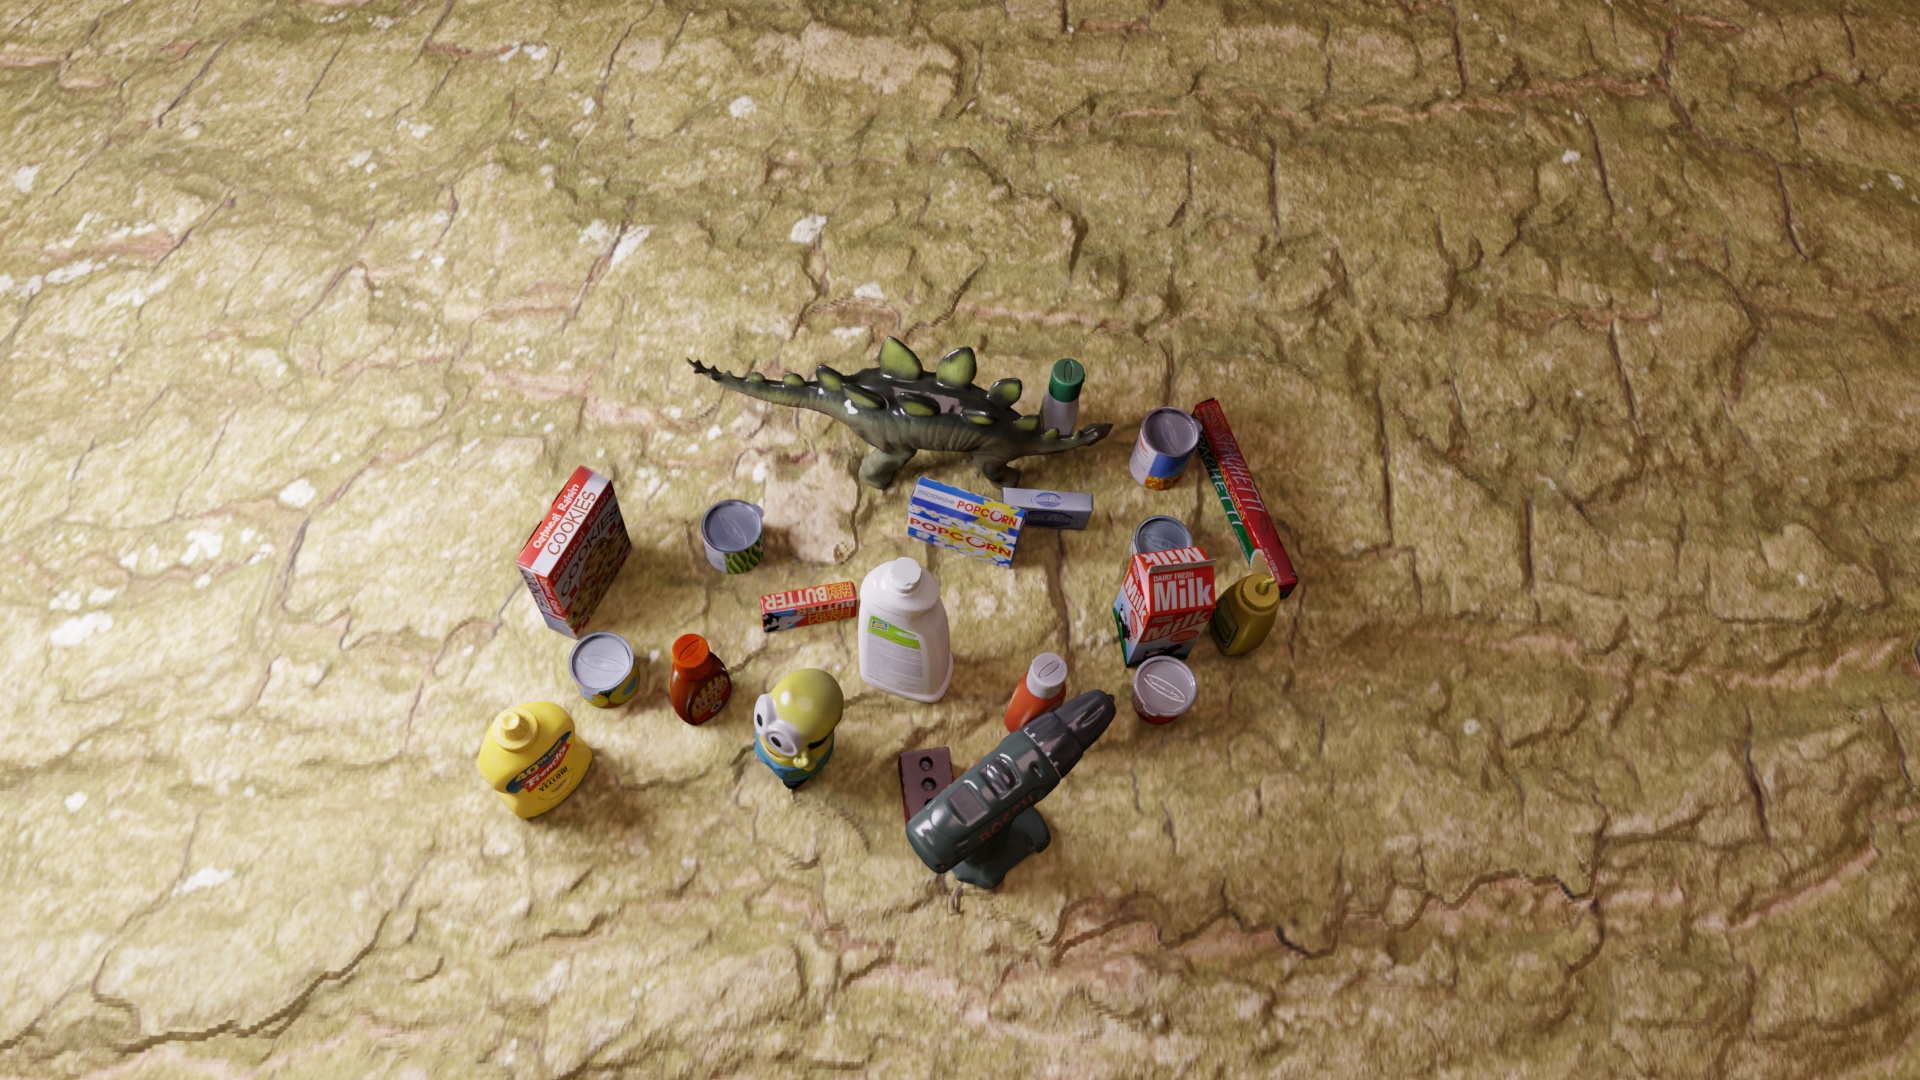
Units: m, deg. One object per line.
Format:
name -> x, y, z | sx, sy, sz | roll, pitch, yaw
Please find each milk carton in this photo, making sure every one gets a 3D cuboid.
milk carton -> 0.215, 0.064, 1.462 | 0.072, 0.189, 0.074 | -7, 65, -8

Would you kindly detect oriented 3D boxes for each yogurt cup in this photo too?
yogurt cup -> 0.215, 0.164, 1.488 | 0.072, 0.053, 0.072 | 2, 64, -4

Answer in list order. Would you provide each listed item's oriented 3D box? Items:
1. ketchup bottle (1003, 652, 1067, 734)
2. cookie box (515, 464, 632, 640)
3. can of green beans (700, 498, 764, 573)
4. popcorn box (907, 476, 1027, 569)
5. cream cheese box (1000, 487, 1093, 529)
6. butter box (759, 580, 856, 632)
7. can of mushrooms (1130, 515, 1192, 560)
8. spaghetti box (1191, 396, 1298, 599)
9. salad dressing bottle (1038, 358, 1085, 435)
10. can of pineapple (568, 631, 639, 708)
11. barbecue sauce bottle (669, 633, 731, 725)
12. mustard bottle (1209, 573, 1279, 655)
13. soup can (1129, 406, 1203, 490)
ketchup bottle -> 0.081, 0.158, 1.427 | 0.065, 0.148, 0.043 | -34, 71, -19
cookie box -> -0.400, 0.015, 1.448 | 0.040, 0.166, 0.123 | 23, 64, 6
can of green beans -> -0.250, -0.004, 1.531 | 0.071, 0.057, 0.071 | 2, 64, -4
popcorn box -> 0.006, -0.019, 1.544 | 0.127, 0.085, 0.038 | 18, 64, 4
cream cheese box -> 0.096, -0.035, 1.578 | 0.104, 0.053, 0.024 | 4, 64, -3
butter box -> -0.164, 0.072, 1.503 | 0.104, 0.053, 0.024 | -10, 65, -9
can of mushrooms -> 0.227, 0.009, 1.577 | 0.071, 0.033, 0.071 | 2, 63, -4
spaghetti box -> 0.324, -0.049, 1.605 | 0.029, 0.050, 0.251 | -14, 66, -11
salad dressing bottle -> 0.114, -0.154, 1.586 | 0.044, 0.147, 0.064 | 8, 64, -1
can of pineapple -> -0.372, 0.137, 1.450 | 0.071, 0.057, 0.071 | 2, 64, -4
barbecue sauce bottle -> -0.267, 0.138, 1.408 | 0.044, 0.148, 0.065 | 40, 68, 14
mustard bottle -> 0.307, 0.071, 1.483 | 0.049, 0.159, 0.065 | -15, 66, -12
soup can -> 0.238, -0.106, 1.608 | 0.071, 0.083, 0.071 | 2, 64, -4
